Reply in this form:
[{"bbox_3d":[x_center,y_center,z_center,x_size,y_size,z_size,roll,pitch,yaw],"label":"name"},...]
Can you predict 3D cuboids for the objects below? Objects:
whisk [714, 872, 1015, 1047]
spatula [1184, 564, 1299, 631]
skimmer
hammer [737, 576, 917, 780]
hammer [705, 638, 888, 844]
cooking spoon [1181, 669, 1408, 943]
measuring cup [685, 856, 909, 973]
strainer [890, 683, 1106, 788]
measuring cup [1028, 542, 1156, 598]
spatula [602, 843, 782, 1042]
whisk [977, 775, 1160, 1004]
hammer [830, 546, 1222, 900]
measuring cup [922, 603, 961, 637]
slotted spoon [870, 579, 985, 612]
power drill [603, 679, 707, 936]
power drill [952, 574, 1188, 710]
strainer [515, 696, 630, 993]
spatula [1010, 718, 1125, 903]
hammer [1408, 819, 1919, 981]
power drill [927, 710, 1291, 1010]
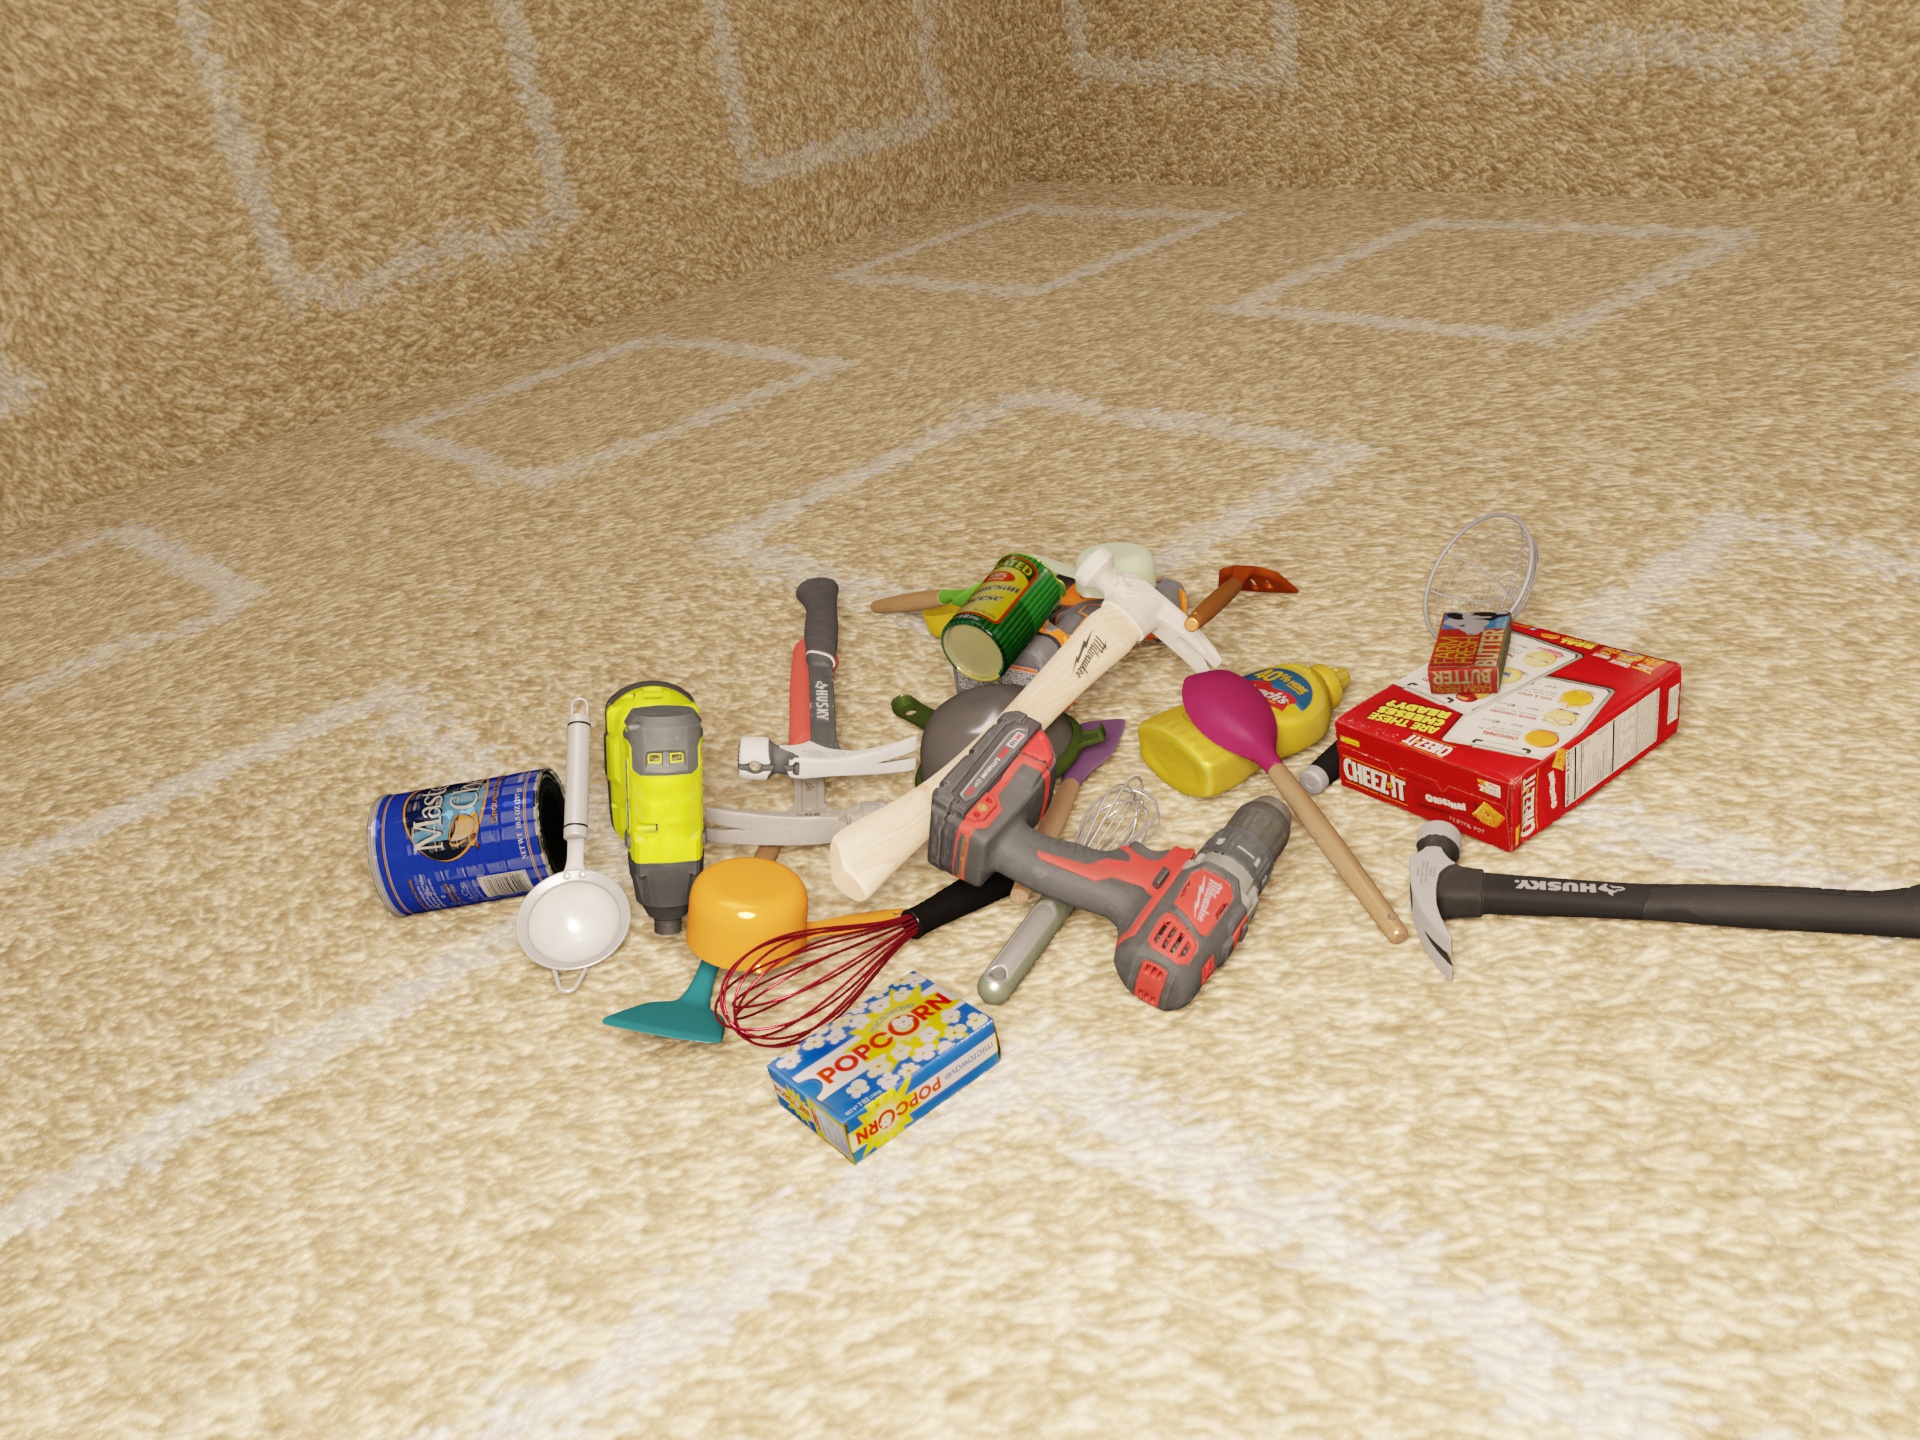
[{"bbox_3d":[-0.050,0.155,1.142,0.296,0.073,0.073,-24,30,-37],"label":"whisk"},{"bbox_3d":[0.245,-0.110,1.449,0.081,0.041,0.322,5,16,20],"label":"spatula"},{"bbox_3d":[0.380,-0.062,1.356,0.363,0.090,0.127,-36,5,-35],"label":"skimmer"},{"bbox_3d":[-0.125,-0.049,1.485,0.149,0.036,0.409,1,26,-6],"label":"hammer"},{"bbox_3d":[-0.147,0.011,1.439,0.149,0.036,0.359,0,26,-6],"label":"hammer"},{"bbox_3d":[0.250,0.053,1.195,0.068,0.017,0.319,-12,40,-13],"label":"cooking spoon"},{"bbox_3d":[-0.114,0.133,1.166,0.173,0.052,0.095,-5,27,-19],"label":"measuring cup"},{"bbox_3d":[-0.002,-0.004,1.384,0.151,0.069,0.257,-30,28,-20],"label":"strainer"},{"bbox_3d":[0.117,-0.155,1.522,0.083,0.038,0.168,-20,28,-34],"label":"measuring cup"},{"bbox_3d":[-0.175,0.152,1.199,0.082,0.044,0.318,8,29,7],"label":"spatula"},{"bbox_3d":[0.080,0.122,1.166,0.058,0.059,0.246,18,43,25],"label":"whisk"},{"bbox_3d":[0.050,0.013,1.265,0.146,0.038,0.411,42,55,8],"label":"hammer"},{"bbox_3d":[-0.033,-0.111,1.667,0.062,0.029,0.157,-25,20,-25],"label":"measuring cup"},{"bbox_3d":[-0.024,-0.120,1.568,0.070,0.031,0.314,-22,10,-23],"label":"slotted spoon"},{"bbox_3d":[-0.238,0.060,1.255,0.080,0.171,0.223,-2,12,-13],"label":"power drill"},{"bbox_3d":[0.090,-0.085,1.511,0.164,0.084,0.226,13,32,38],"label":"power drill"},{"bbox_3d":[-0.302,0.097,1.253,0.087,0.050,0.259,-3,63,-5],"label":"strainer"},{"bbox_3d":[0.081,0.064,1.280,0.060,0.018,0.316,-6,22,19],"label":"spatula"},{"bbox_3d":[0.466,0.123,1.044,0.335,0.035,0.146,1,29,20],"label":"hammer"},{"bbox_3d":[0.109,0.083,1.123,0.227,0.080,0.188,29,52,20],"label":"power drill"}]
